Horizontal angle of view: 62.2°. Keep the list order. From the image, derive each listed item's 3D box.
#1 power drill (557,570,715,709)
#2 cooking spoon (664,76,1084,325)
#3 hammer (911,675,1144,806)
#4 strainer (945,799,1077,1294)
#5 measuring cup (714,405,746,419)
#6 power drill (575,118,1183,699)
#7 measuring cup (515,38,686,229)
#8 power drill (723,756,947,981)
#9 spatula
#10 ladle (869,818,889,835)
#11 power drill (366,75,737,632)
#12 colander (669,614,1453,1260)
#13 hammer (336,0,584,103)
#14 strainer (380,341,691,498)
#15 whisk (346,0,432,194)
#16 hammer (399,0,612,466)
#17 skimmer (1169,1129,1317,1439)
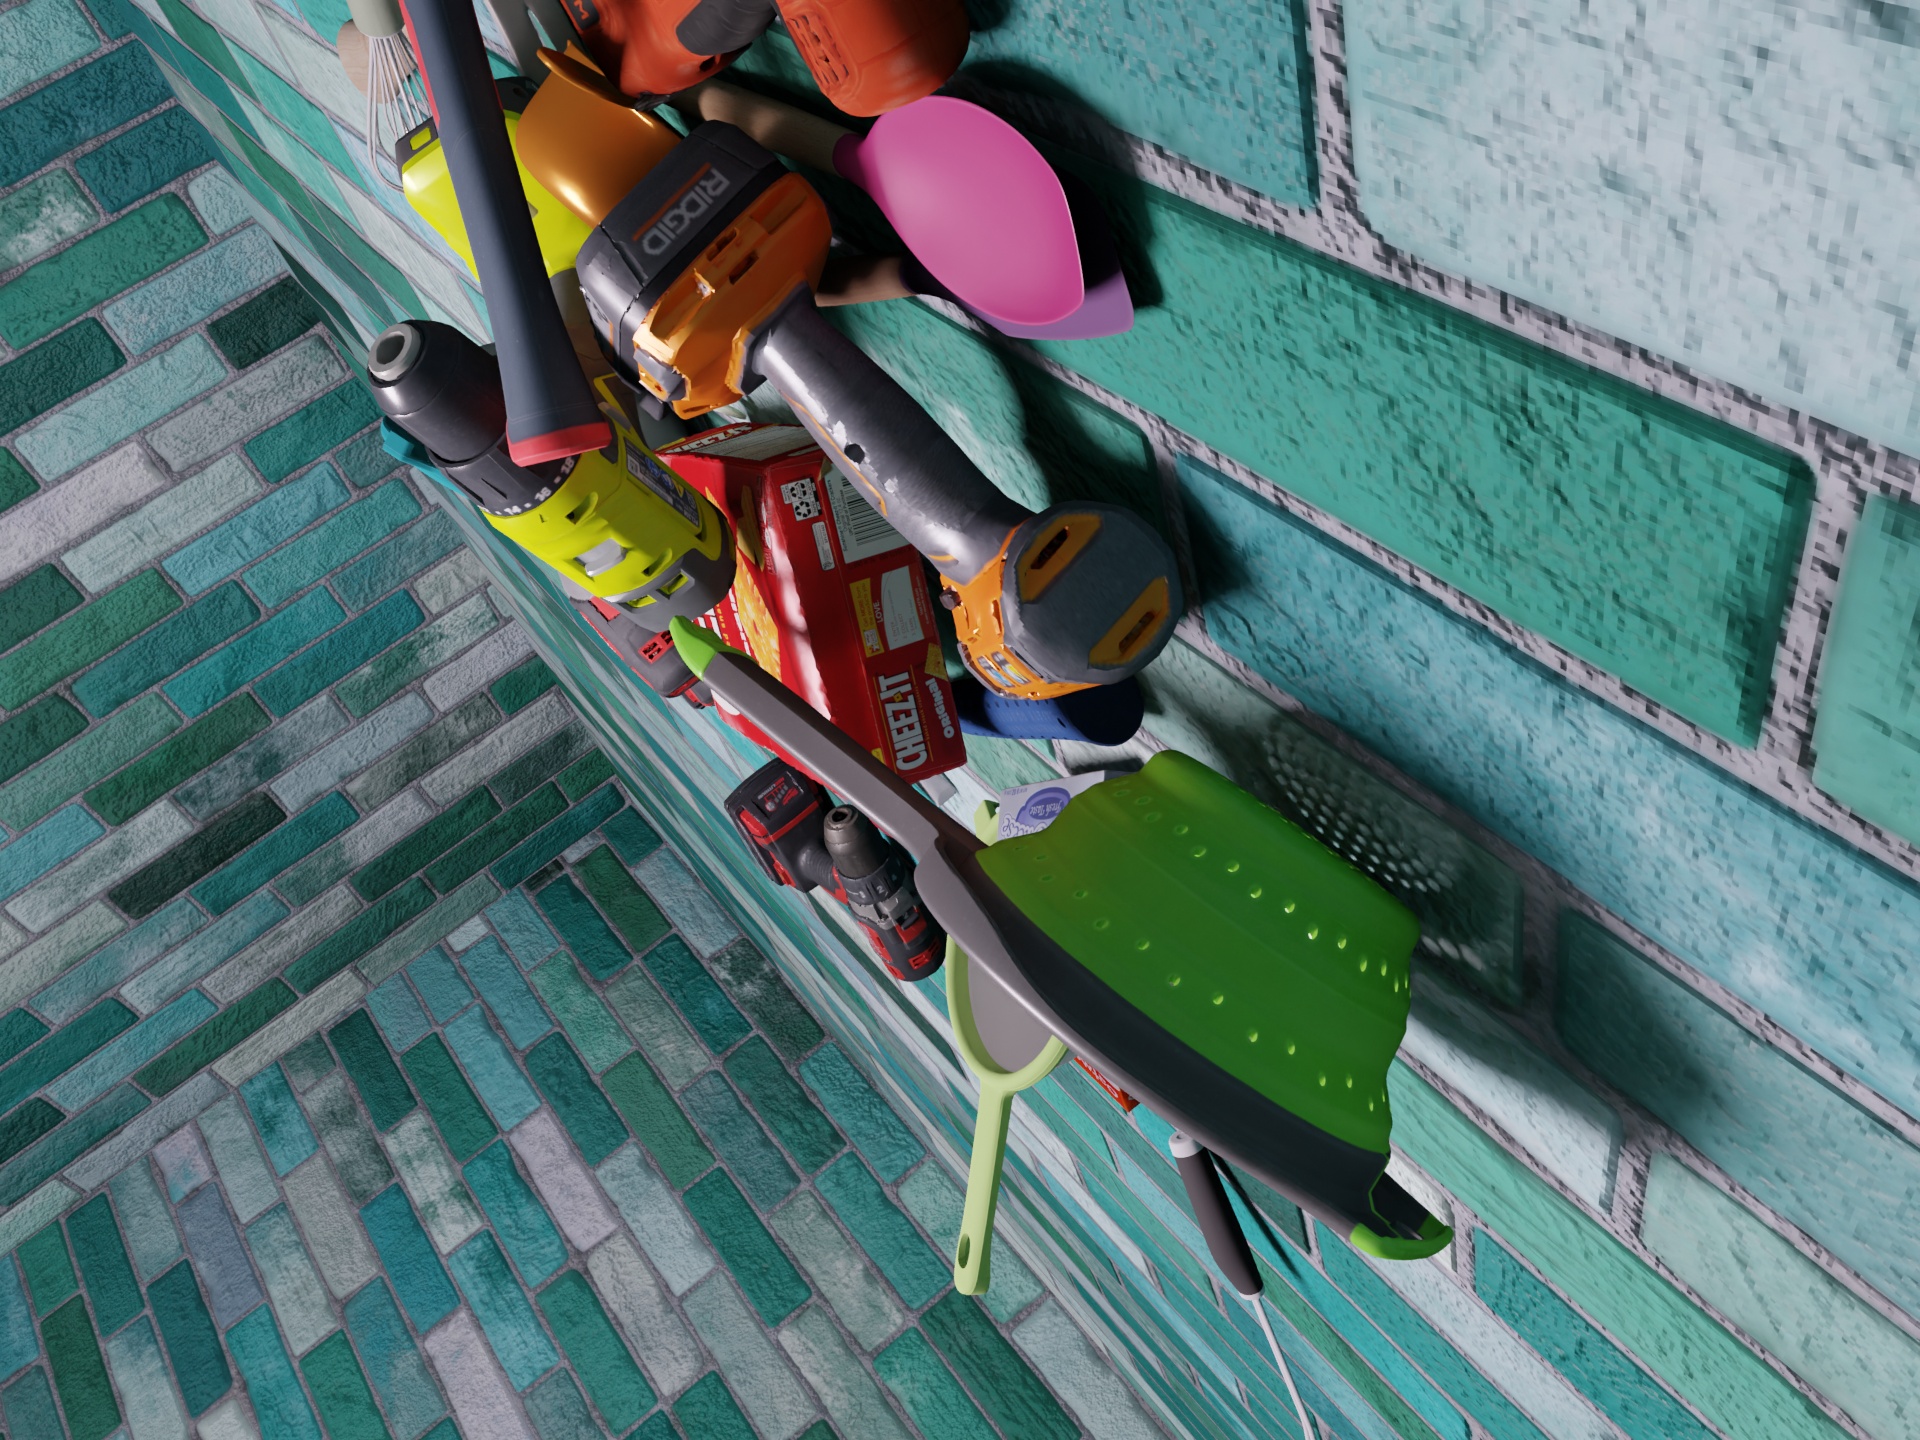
[{"bbox_3d":[-0.213,-0.078,1.111,0.143,0.078,0.219,47,180,4],"label":"power drill"},{"bbox_3d":[-0.050,-0.201,0.550,0.319,0.017,0.068,40,154,47],"label":"cooking spoon"},{"bbox_3d":[-0.001,-0.003,0.843,0.144,0.035,0.405,56,165,-10],"label":"hammer"},{"bbox_3d":[0.046,0.170,0.825,0.151,0.069,0.256,6,87,65],"label":"strainer"},{"bbox_3d":[-0.177,-0.212,0.897,0.168,0.038,0.083,27,-178,26],"label":"measuring cup"},{"bbox_3d":[-0.029,-0.094,0.585,0.226,0.084,0.164,43,172,-4],"label":"power drill"},{"bbox_3d":[-0.141,-0.217,0.607,0.095,0.052,0.174,40,-168,-4],"label":"measuring cup"},{"bbox_3d":[-0.111,0.111,1.366,0.227,0.080,0.187,33,155,46],"label":"power drill"},{"bbox_3d":[-0.028,-0.166,0.585,0.316,0.018,0.059,23,138,61],"label":"spatula"},{"bbox_3d":[-0.101,-0.030,1.106,0.069,0.031,0.315,27,148,57],"label":"ladle"},{"bbox_3d":[-0.184,-0.168,0.696,0.190,0.080,0.229,40,-151,-55],"label":"power drill"},{"bbox_3d":[0.035,0.033,0.602,0.397,0.094,0.204,37,-176,30],"label":"colander"},{"bbox_3d":[-0.297,-0.383,0.874,0.146,0.038,0.411,58,165,-22],"label":"hammer"},{"bbox_3d":[-0.255,-0.200,1.046,0.211,0.095,0.341,22,-167,-20],"label":"strainer"},{"bbox_3d":[-0.282,-0.337,0.777,0.246,0.059,0.058,102,156,-68],"label":"whisk"},{"bbox_3d":[-0.184,-0.279,0.530,0.143,0.038,0.386,-169,63,-69],"label":"hammer"},{"bbox_3d":[0.245,0.425,1.088,0.363,0.090,0.127,66,166,-9],"label":"skimmer"}]
